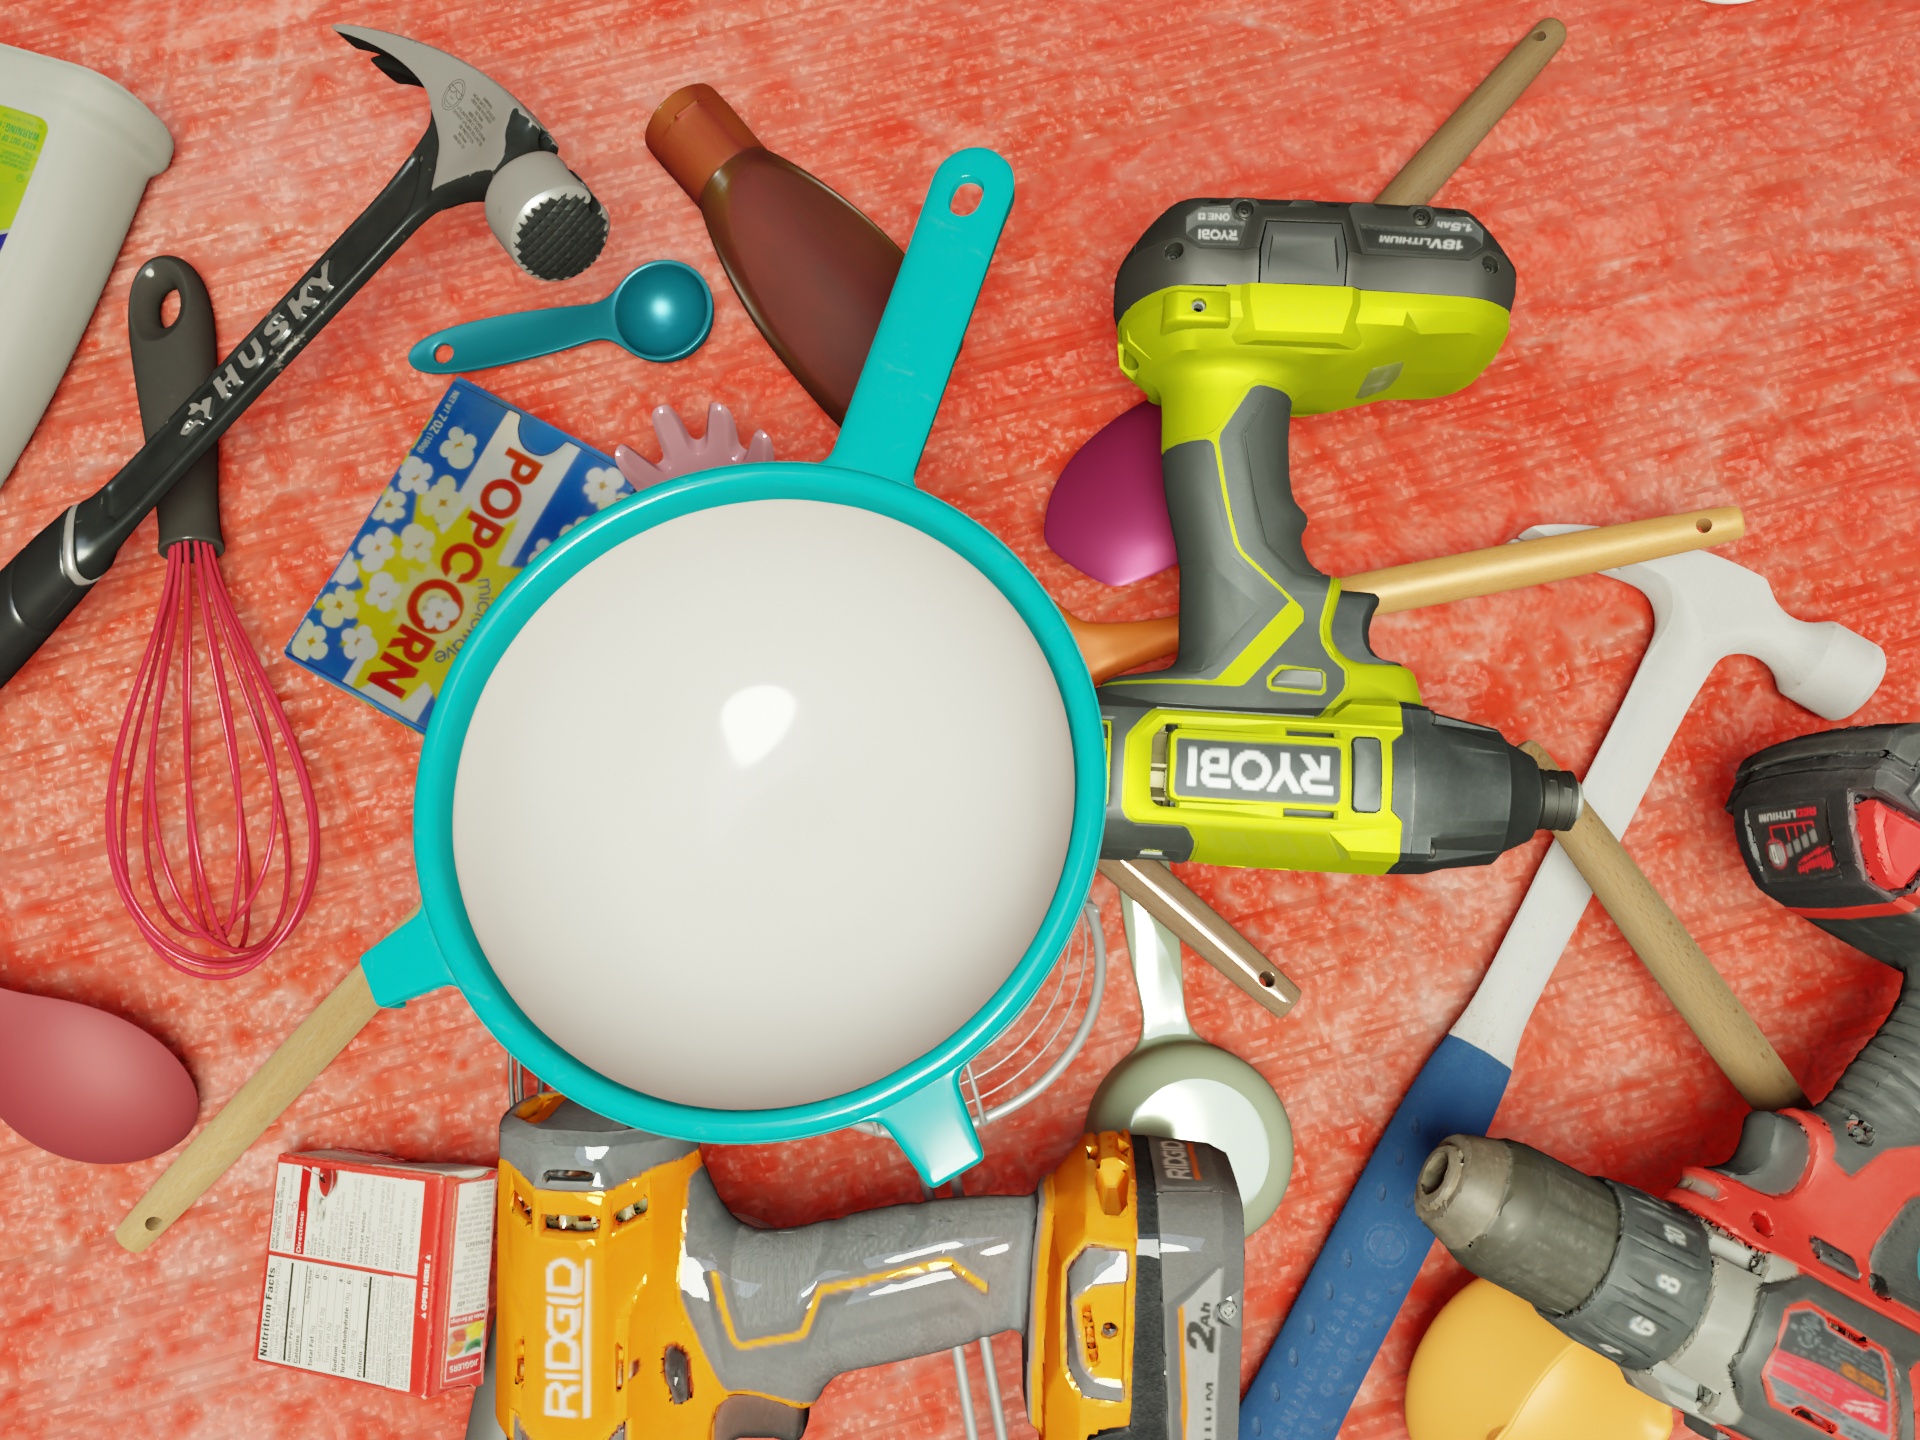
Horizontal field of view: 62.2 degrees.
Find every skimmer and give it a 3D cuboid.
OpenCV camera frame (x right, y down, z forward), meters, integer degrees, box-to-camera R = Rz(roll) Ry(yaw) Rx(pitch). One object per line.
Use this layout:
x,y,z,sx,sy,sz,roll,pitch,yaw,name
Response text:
0.010,0.218,0.577,0.127,0.090,0.363,-9,91,9,skimmer

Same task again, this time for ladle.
-0.194,0.078,0.585,0.320,0.062,0.078,-47,117,-4,ladle
-0.406,0.054,0.560,0.315,0.031,0.069,42,108,-7,ladle

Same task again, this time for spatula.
0.289,0.141,0.571,0.082,0.044,0.317,-35,88,-7,spatula
0.126,-0.043,0.598,0.322,0.041,0.081,-11,81,10,spatula

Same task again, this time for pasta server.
-0.001,-0.002,0.581,0.316,0.040,0.060,41,79,8,pasta server

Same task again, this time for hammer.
-0.304,-0.082,0.572,0.409,0.036,0.149,-42,61,7,hammer
0.193,0.111,0.593,0.144,0.035,0.405,30,82,4,hammer

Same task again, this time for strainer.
-0.039,-0.028,0.534,0.211,0.095,0.340,15,73,10,strainer

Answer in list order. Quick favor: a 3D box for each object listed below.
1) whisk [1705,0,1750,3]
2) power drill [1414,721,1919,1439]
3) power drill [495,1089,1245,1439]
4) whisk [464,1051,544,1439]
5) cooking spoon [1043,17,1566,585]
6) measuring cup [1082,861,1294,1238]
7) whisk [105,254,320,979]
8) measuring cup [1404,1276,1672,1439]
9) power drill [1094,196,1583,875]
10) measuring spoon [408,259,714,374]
0.238,-0.337,0.664,0.246,0.057,0.059,6,47,3,whisk
0.264,0.114,0.513,0.188,0.080,0.227,28,78,-3,power drill
-0.032,0.202,0.492,0.226,0.084,0.164,2,93,4,power drill
-0.152,0.186,0.576,0.055,0.055,0.239,10,86,1,whisk
0.146,-0.175,0.633,0.069,0.017,0.319,36,76,24,cooking spoon
0.079,0.112,0.589,0.083,0.038,0.168,-8,83,-2,measuring cup
-0.290,-0.047,0.605,0.073,0.073,0.296,-12,75,-3,whisk
0.185,0.274,0.557,0.095,0.052,0.173,11,100,-32,measuring cup
0.126,-0.059,0.552,0.171,0.080,0.223,3,79,2,power drill
-0.160,-0.155,0.645,0.128,0.021,0.042,-9,81,7,measuring spoon
